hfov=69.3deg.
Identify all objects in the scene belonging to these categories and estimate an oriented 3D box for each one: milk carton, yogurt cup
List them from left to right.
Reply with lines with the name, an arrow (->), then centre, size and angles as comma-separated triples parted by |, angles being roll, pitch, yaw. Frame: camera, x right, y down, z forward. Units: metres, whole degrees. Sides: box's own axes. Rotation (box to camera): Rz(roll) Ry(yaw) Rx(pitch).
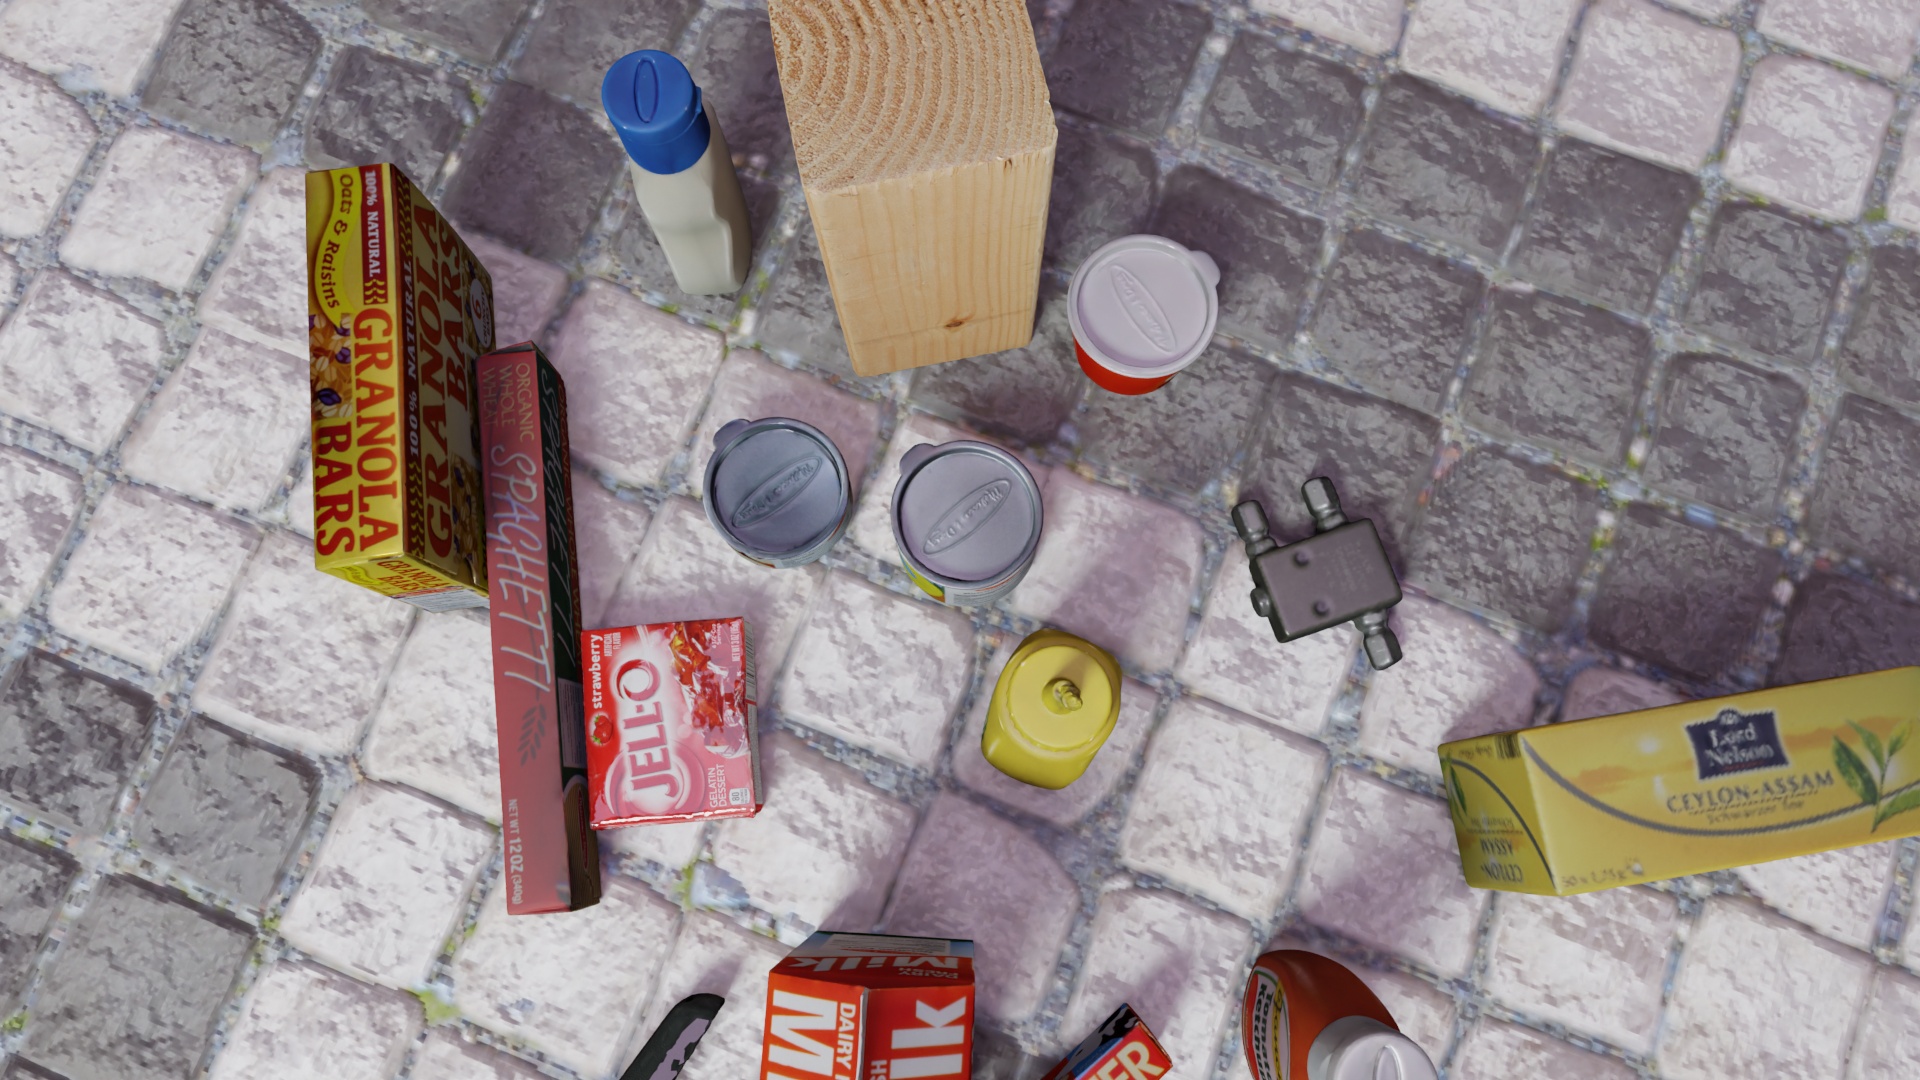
milk carton -> -0.032, 0.191, 0.514 | 0.073, 0.190, 0.072 | 3, 79, 1
yogurt cup -> 0.082, -0.101, 0.645 | 0.072, 0.054, 0.072 | 0, 78, 0

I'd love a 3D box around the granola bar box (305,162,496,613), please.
granola bar box -> -0.235, -0.060, 0.600 | 0.039, 0.124, 0.166 | -7, 79, -1

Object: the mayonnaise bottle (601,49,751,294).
mayonnaise bottle -> -0.122, -0.161, 0.609 | 0.041, 0.148, 0.065 | -3, 79, 0

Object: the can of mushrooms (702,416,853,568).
can of mushrooms -> -0.084, -0.023, 0.639 | 0.071, 0.033, 0.071 | 0, 78, 0

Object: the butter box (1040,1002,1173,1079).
butter box -> 0.040, 0.238, 0.574 | 0.103, 0.053, 0.024 | -40, 81, -8

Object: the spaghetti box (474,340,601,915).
spaghetti box -> -0.188, 0.037, 0.618 | 0.029, 0.050, 0.250 | -7, 78, -1

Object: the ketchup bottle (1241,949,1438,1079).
ketchup bottle -> 0.143, 0.196, 0.534 | 0.043, 0.148, 0.065 | 2, 79, 1

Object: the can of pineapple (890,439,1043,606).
can of pineapple -> 0.002, -0.008, 0.623 | 0.071, 0.057, 0.071 | 0, 78, 0

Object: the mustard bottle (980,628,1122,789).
mustard bottle -> 0.037, 0.065, 0.556 | 0.049, 0.160, 0.065 | 22, 80, 4
